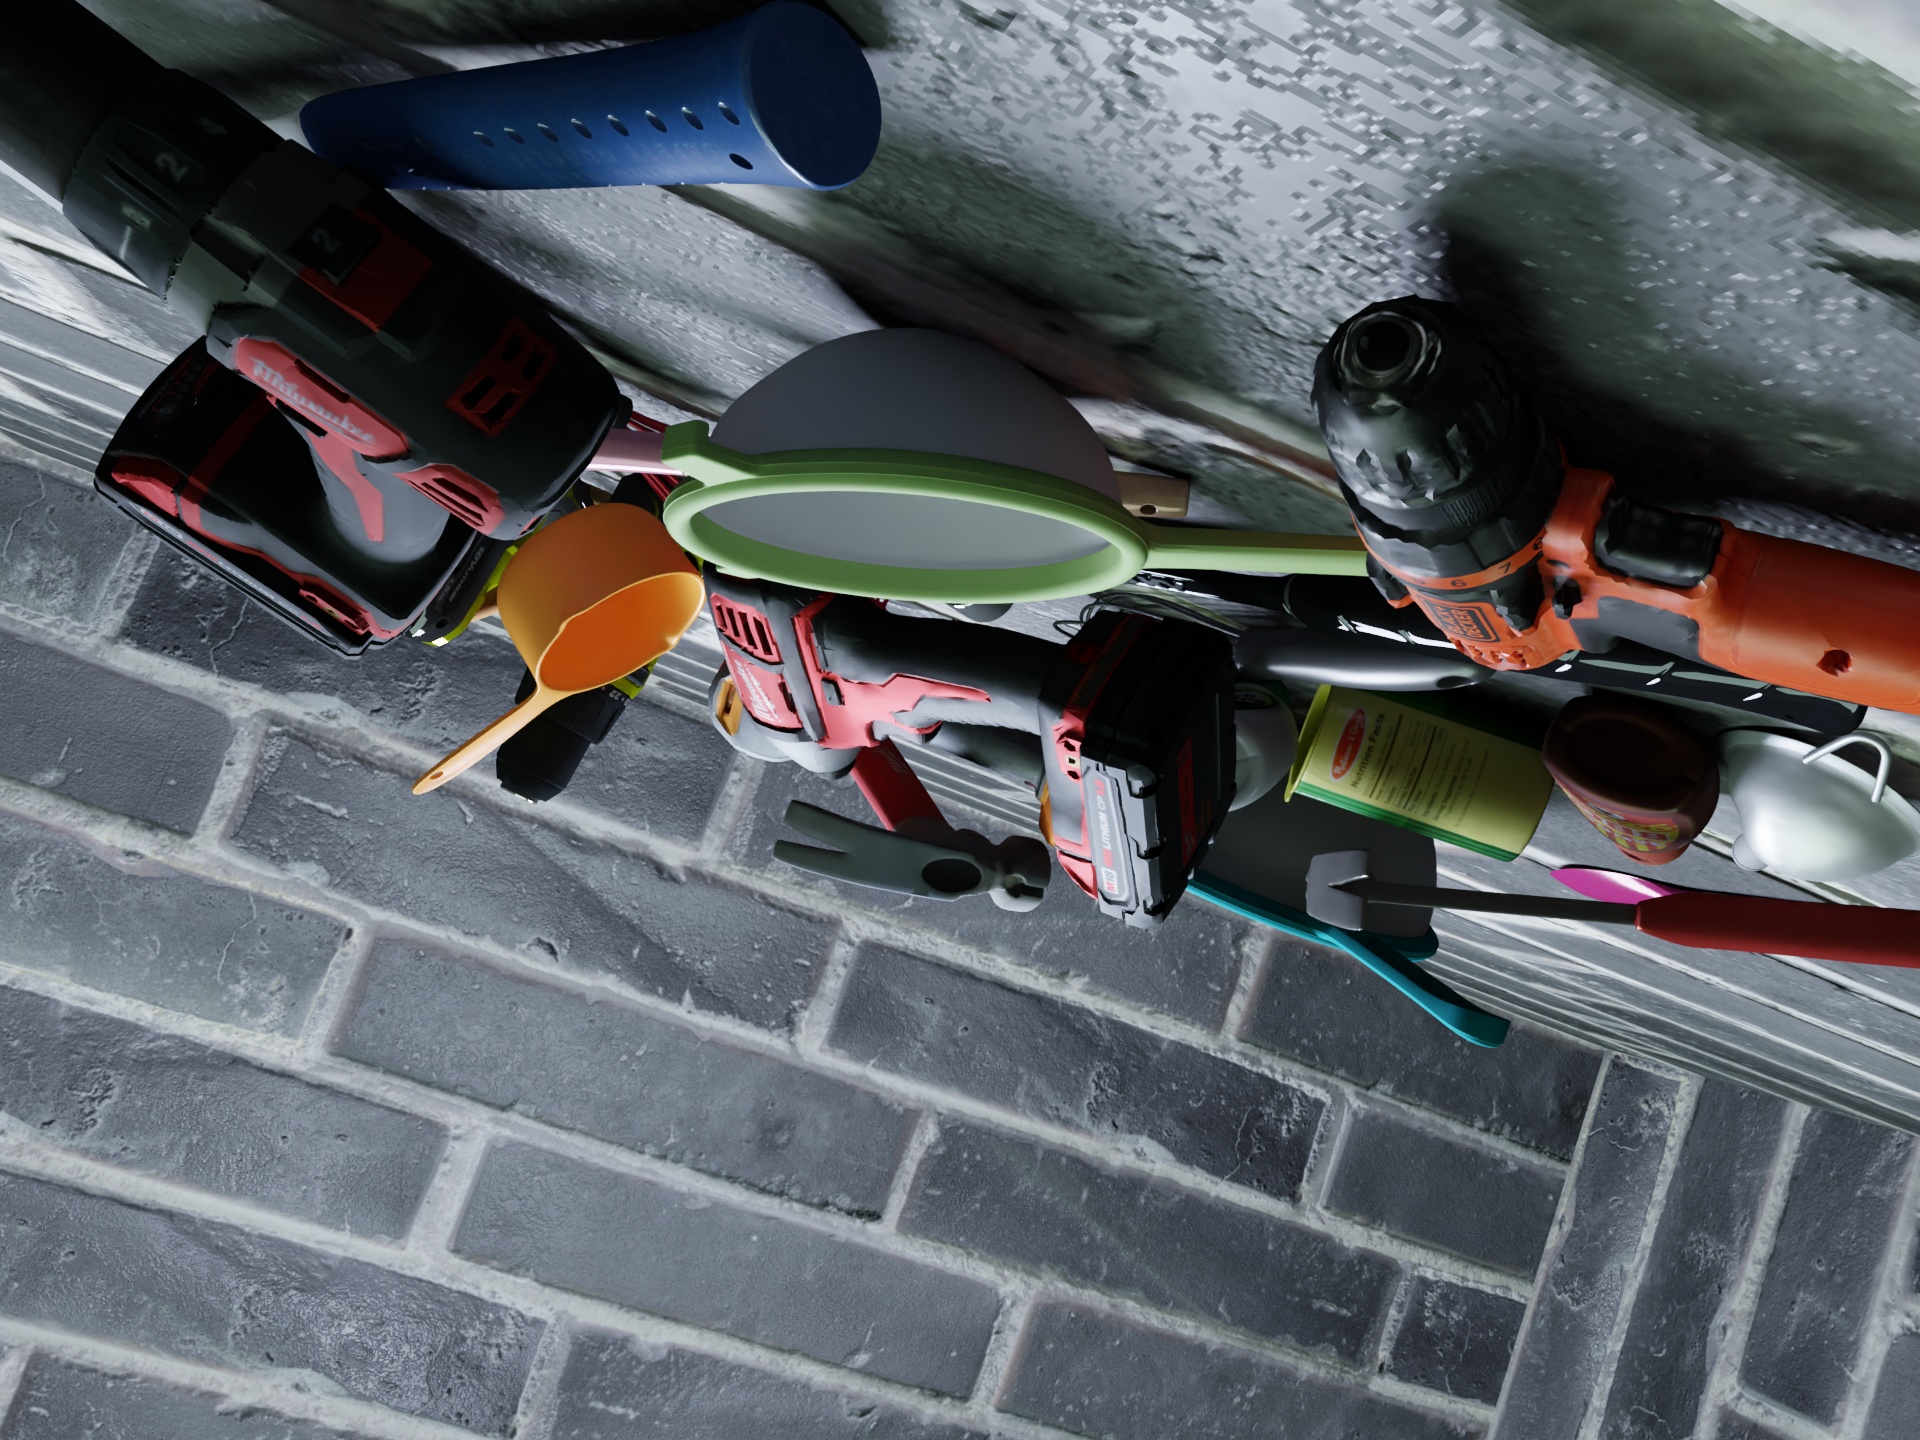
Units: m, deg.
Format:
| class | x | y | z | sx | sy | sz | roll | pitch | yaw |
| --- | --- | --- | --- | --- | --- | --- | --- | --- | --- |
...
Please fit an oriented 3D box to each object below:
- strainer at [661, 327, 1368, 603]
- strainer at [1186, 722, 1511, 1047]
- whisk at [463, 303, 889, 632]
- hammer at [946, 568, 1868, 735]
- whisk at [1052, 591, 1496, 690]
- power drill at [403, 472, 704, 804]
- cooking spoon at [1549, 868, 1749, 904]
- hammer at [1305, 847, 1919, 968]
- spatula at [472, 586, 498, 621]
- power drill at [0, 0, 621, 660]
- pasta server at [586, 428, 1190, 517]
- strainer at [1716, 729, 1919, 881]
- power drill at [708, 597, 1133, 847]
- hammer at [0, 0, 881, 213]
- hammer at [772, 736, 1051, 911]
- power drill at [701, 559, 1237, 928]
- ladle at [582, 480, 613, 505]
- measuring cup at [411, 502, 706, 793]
| class | x | y | z | sx | sy | sz | roll | pitch | yaw |
| --- | --- | --- | --- | --- | --- | --- | --- | --- | --- |
| strainer | 0.038 | -0.081 | 0.500 | 0.256 | 0.069 | 0.151 | 3 | 173 | -2 |
| strainer | 0.200 | 0.064 | 0.843 | 0.211 | 0.095 | 0.340 | 17 | -172 | -18 |
| whisk | -0.132 | -0.118 | 0.680 | 0.073 | 0.073 | 0.295 | 13 | 165 | 48 |
| hammer | 0.114 | -0.050 | 0.591 | 0.409 | 0.036 | 0.149 | 14 | 170 | 40 |
| whisk | 0.126 | -0.031 | 0.687 | 0.055 | 0.055 | 0.239 | 25 | 168 | -37 |
| power drill | -0.219 | -0.065 | 0.809 | 0.080 | 0.190 | 0.228 | 23 | 171 | 19 |
| cooking spoon | 0.469 | 0.115 | 0.965 | 0.068 | 0.017 | 0.319 | 21 | 174 | -14 |
| hammer | 0.325 | 0.083 | 0.647 | 0.359 | 0.037 | 0.149 | 5 | 175 | 7 |
| spatula | -0.229 | -0.089 | 0.975 | 0.081 | 0.041 | 0.323 | 19 | -160 | 9 |
| power drill | -0.214 | -0.109 | 0.485 | 0.187 | 0.080 | 0.227 | 37 | 157 | -17 |
| pasta server | -0.073 | -0.102 | 0.587 | 0.316 | 0.040 | 0.060 | 7 | 152 | 11 |
| strainer | 0.351 | 0.048 | 0.677 | 0.087 | 0.050 | 0.258 | 34 | -177 | 22 |
| power drill | -0.002 | -0.021 | 0.826 | 0.226 | 0.084 | 0.164 | 18 | -146 | -2 |
| hammer | -0.182 | -0.165 | 0.464 | 0.406 | 0.035 | 0.143 | 13 | 163 | 38 |
| hammer | -0.081 | -0.004 | 0.936 | 0.143 | 0.038 | 0.387 | 13 | -162 | -25 |
| power drill | -0.001 | -0.002 | 0.664 | 0.220 | 0.078 | 0.143 | 19 | 144 | 25 |
| ladle | -0.205 | -0.122 | 0.920 | 0.031 | 0.069 | 0.315 | -3 | 170 | 24 |
| measuring cup | -0.199 | -0.034 | 0.732 | 0.052 | 0.173 | 0.095 | 57 | -168 | 14 |
